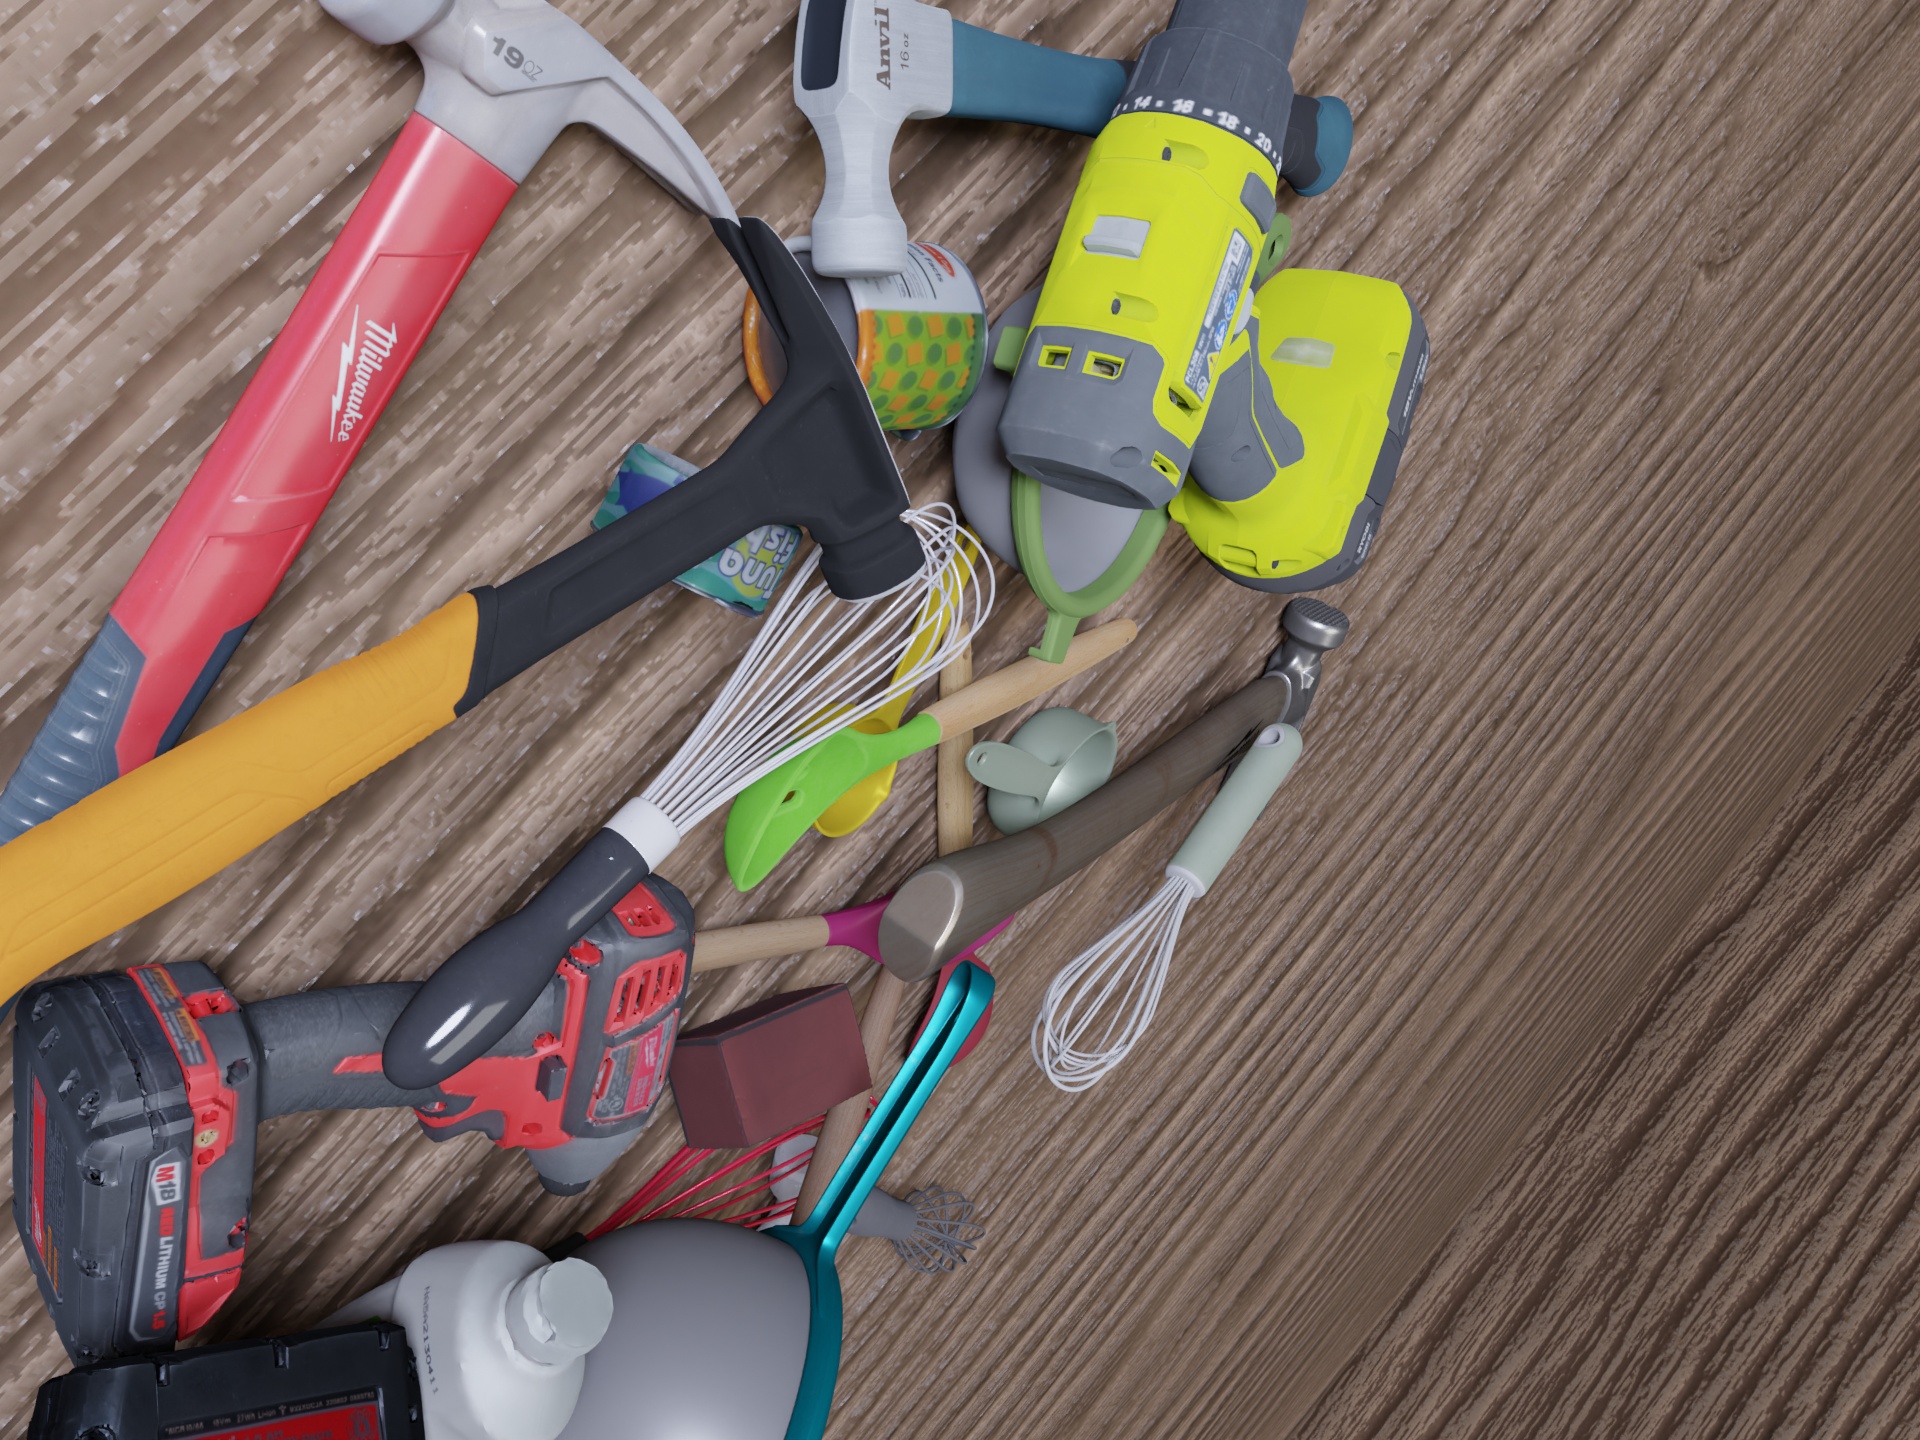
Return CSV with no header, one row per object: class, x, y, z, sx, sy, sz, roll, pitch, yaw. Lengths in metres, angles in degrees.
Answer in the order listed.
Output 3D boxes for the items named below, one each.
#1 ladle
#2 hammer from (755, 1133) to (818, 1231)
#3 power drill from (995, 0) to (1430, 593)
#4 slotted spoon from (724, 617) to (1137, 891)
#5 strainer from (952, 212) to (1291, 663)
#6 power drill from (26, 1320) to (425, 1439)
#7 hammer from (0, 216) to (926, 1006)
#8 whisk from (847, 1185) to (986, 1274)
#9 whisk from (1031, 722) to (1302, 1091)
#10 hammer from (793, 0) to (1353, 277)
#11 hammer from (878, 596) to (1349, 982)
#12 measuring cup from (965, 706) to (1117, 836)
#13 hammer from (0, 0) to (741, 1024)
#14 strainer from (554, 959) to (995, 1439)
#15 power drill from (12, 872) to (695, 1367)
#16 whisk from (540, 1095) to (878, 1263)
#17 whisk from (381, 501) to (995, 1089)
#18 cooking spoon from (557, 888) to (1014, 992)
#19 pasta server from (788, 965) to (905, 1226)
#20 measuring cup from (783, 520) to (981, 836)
ladle,-0.003,0.078,0.817,0.069,0.031,0.315,-37,142,-37
hammer,-0.227,0.326,0.749,0.405,0.035,0.144,-15,130,-44
power drill,0.107,-0.153,0.595,0.228,0.080,0.190,22,86,-60
slotted spoon,-0.001,-0.002,0.705,0.314,0.031,0.070,-27,150,-51
strainer,0.064,-0.155,0.673,0.256,0.069,0.151,-52,147,-37
power drill,-0.297,0.252,0.482,0.226,0.080,0.187,-24,157,26
hammer,-0.162,-0.013,0.443,0.337,0.034,0.127,-36,123,-21
whisk,-0.033,0.290,0.921,0.055,0.055,0.238,-50,154,-7
whisk,0.114,0.091,0.834,0.246,0.058,0.059,-50,126,-26
hammer,0.062,-0.228,0.592,0.331,0.033,0.128,-17,110,-49
hammer,0.089,0.047,0.829,0.410,0.038,0.146,-26,140,-51
measuring cup,0.026,0.022,0.772,0.083,0.038,0.167,-62,154,3
hammer,-0.208,-0.027,0.457,0.386,0.038,0.143,-57,148,4
strainer,-0.110,0.226,0.633,0.095,0.211,0.340,35,83,-17
power drill,-0.200,0.135,0.560,0.219,0.079,0.143,-9,126,-42
whisk,-0.158,0.241,0.744,0.296,0.073,0.073,-19,133,-35
whisk,-0.089,0.017,0.551,0.285,0.070,0.070,-46,147,-27
cooking spoon,-0.084,0.098,0.717,0.318,0.017,0.068,-4,121,-44
pasta server,-0.063,0.235,0.726,0.060,0.040,0.316,111,-1,-47
measuring cup,-0.033,-0.024,0.697,0.156,0.029,0.062,-64,150,-7
